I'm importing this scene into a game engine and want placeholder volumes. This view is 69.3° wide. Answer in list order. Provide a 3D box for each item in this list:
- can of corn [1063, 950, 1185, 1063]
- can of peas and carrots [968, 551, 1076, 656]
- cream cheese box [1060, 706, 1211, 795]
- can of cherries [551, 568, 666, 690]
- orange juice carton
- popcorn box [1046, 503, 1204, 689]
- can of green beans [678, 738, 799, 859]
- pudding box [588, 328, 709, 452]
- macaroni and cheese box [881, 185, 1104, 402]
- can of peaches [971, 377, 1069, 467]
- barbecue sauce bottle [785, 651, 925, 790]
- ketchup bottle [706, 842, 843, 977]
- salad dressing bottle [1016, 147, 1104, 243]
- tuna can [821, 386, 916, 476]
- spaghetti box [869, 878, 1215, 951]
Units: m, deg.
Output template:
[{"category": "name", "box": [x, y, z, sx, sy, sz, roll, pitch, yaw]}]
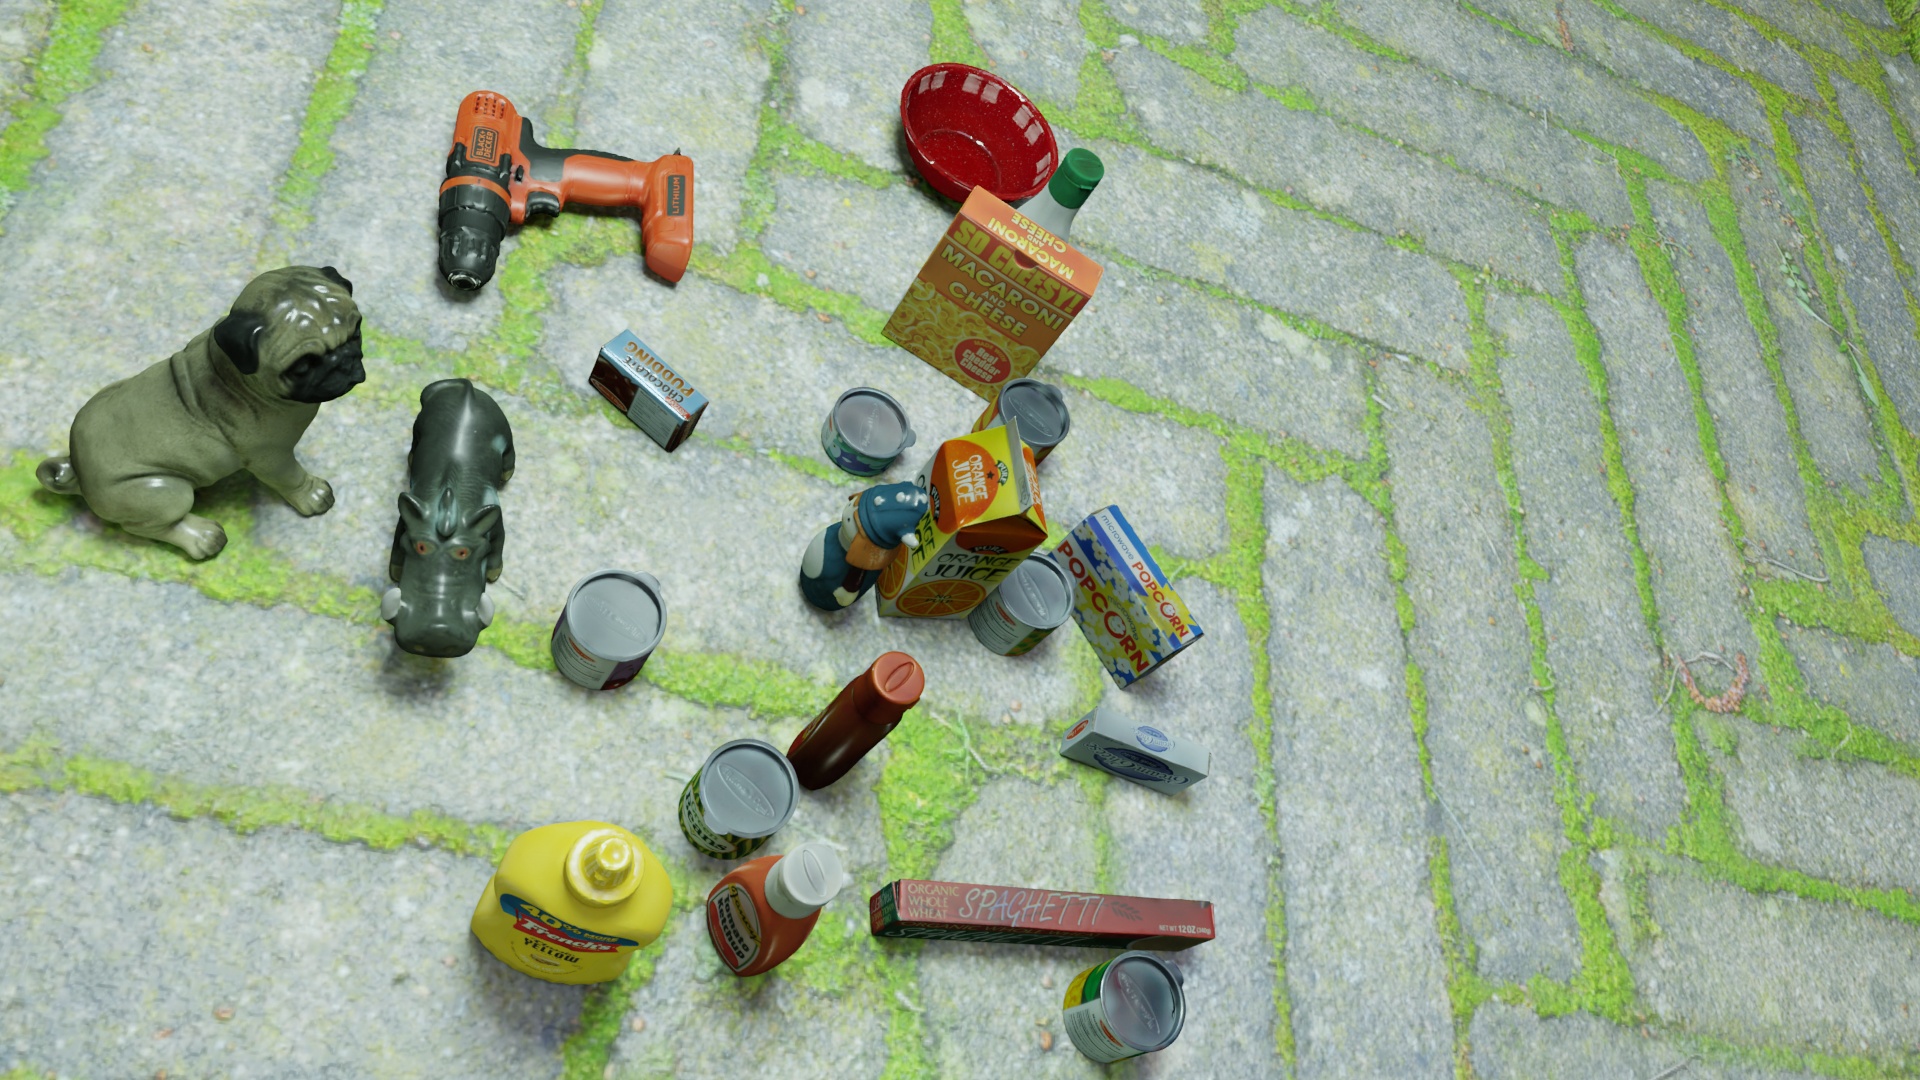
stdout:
[{"category": "can of corn", "box": [0.114, 0.322, 0.961, 0.071, 0.058, 0.071, 12, 58, -21]}, {"category": "can of peas and carrots", "box": [0.048, 0.049, 1.082, 0.071, 0.058, 0.071, 12, 58, -21]}, {"category": "cream cheese box", "box": [0.134, 0.162, 1.065, 0.104, 0.053, 0.024, 22, 55, -15]}, {"category": "can of cherries", "box": [-0.234, 0.059, 0.931, 0.071, 0.058, 0.072, 12, 58, -21]}, {"category": "orange juice carton", "box": [0.004, -0.013, 1.010, 0.073, 0.191, 0.072, 5, 62, -25]}, {"category": "popcorn box", "box": [0.126, 0.045, 1.107, 0.038, 0.084, 0.127, -25, 77, -35]}, {"category": "can of green beans", "box": [-0.147, 0.171, 0.913, 0.071, 0.057, 0.071, 12, 58, -21]}, {"category": "pudding box", "box": [-0.233, -0.111, 1.034, 0.084, 0.049, 0.030, 41, 53, -1]}, {"category": "macaroni and cheese box", "box": [0.023, -0.194, 1.139, 0.124, 0.165, 0.040, 31, 54, -8]}, {"category": "can of peaches", "box": [0.051, -0.095, 1.165, 0.071, 0.057, 0.071, 12, 58, -21]}, {"category": "barbecue sauce bottle", "box": [-0.068, 0.118, 0.926, 0.043, 0.147, 0.065, 46, 53, 2]}, {"category": "ketchup bottle", "box": [-0.112, 0.220, 0.846, 0.044, 0.148, 0.065, -15, 71, -33]}, {"category": "salad dressing bottle", "box": [0.077, -0.285, 1.230, 0.064, 0.147, 0.044, 1, 63, -27]}, {"category": "tuna can", "box": [-0.073, -0.086, 1.112, 0.071, 0.032, 0.071, 12, 58, -21]}, {"category": "spaghetti box", "box": [0.060, 0.264, 0.971, 0.250, 0.050, 0.029, 10, 59, -22]}]
